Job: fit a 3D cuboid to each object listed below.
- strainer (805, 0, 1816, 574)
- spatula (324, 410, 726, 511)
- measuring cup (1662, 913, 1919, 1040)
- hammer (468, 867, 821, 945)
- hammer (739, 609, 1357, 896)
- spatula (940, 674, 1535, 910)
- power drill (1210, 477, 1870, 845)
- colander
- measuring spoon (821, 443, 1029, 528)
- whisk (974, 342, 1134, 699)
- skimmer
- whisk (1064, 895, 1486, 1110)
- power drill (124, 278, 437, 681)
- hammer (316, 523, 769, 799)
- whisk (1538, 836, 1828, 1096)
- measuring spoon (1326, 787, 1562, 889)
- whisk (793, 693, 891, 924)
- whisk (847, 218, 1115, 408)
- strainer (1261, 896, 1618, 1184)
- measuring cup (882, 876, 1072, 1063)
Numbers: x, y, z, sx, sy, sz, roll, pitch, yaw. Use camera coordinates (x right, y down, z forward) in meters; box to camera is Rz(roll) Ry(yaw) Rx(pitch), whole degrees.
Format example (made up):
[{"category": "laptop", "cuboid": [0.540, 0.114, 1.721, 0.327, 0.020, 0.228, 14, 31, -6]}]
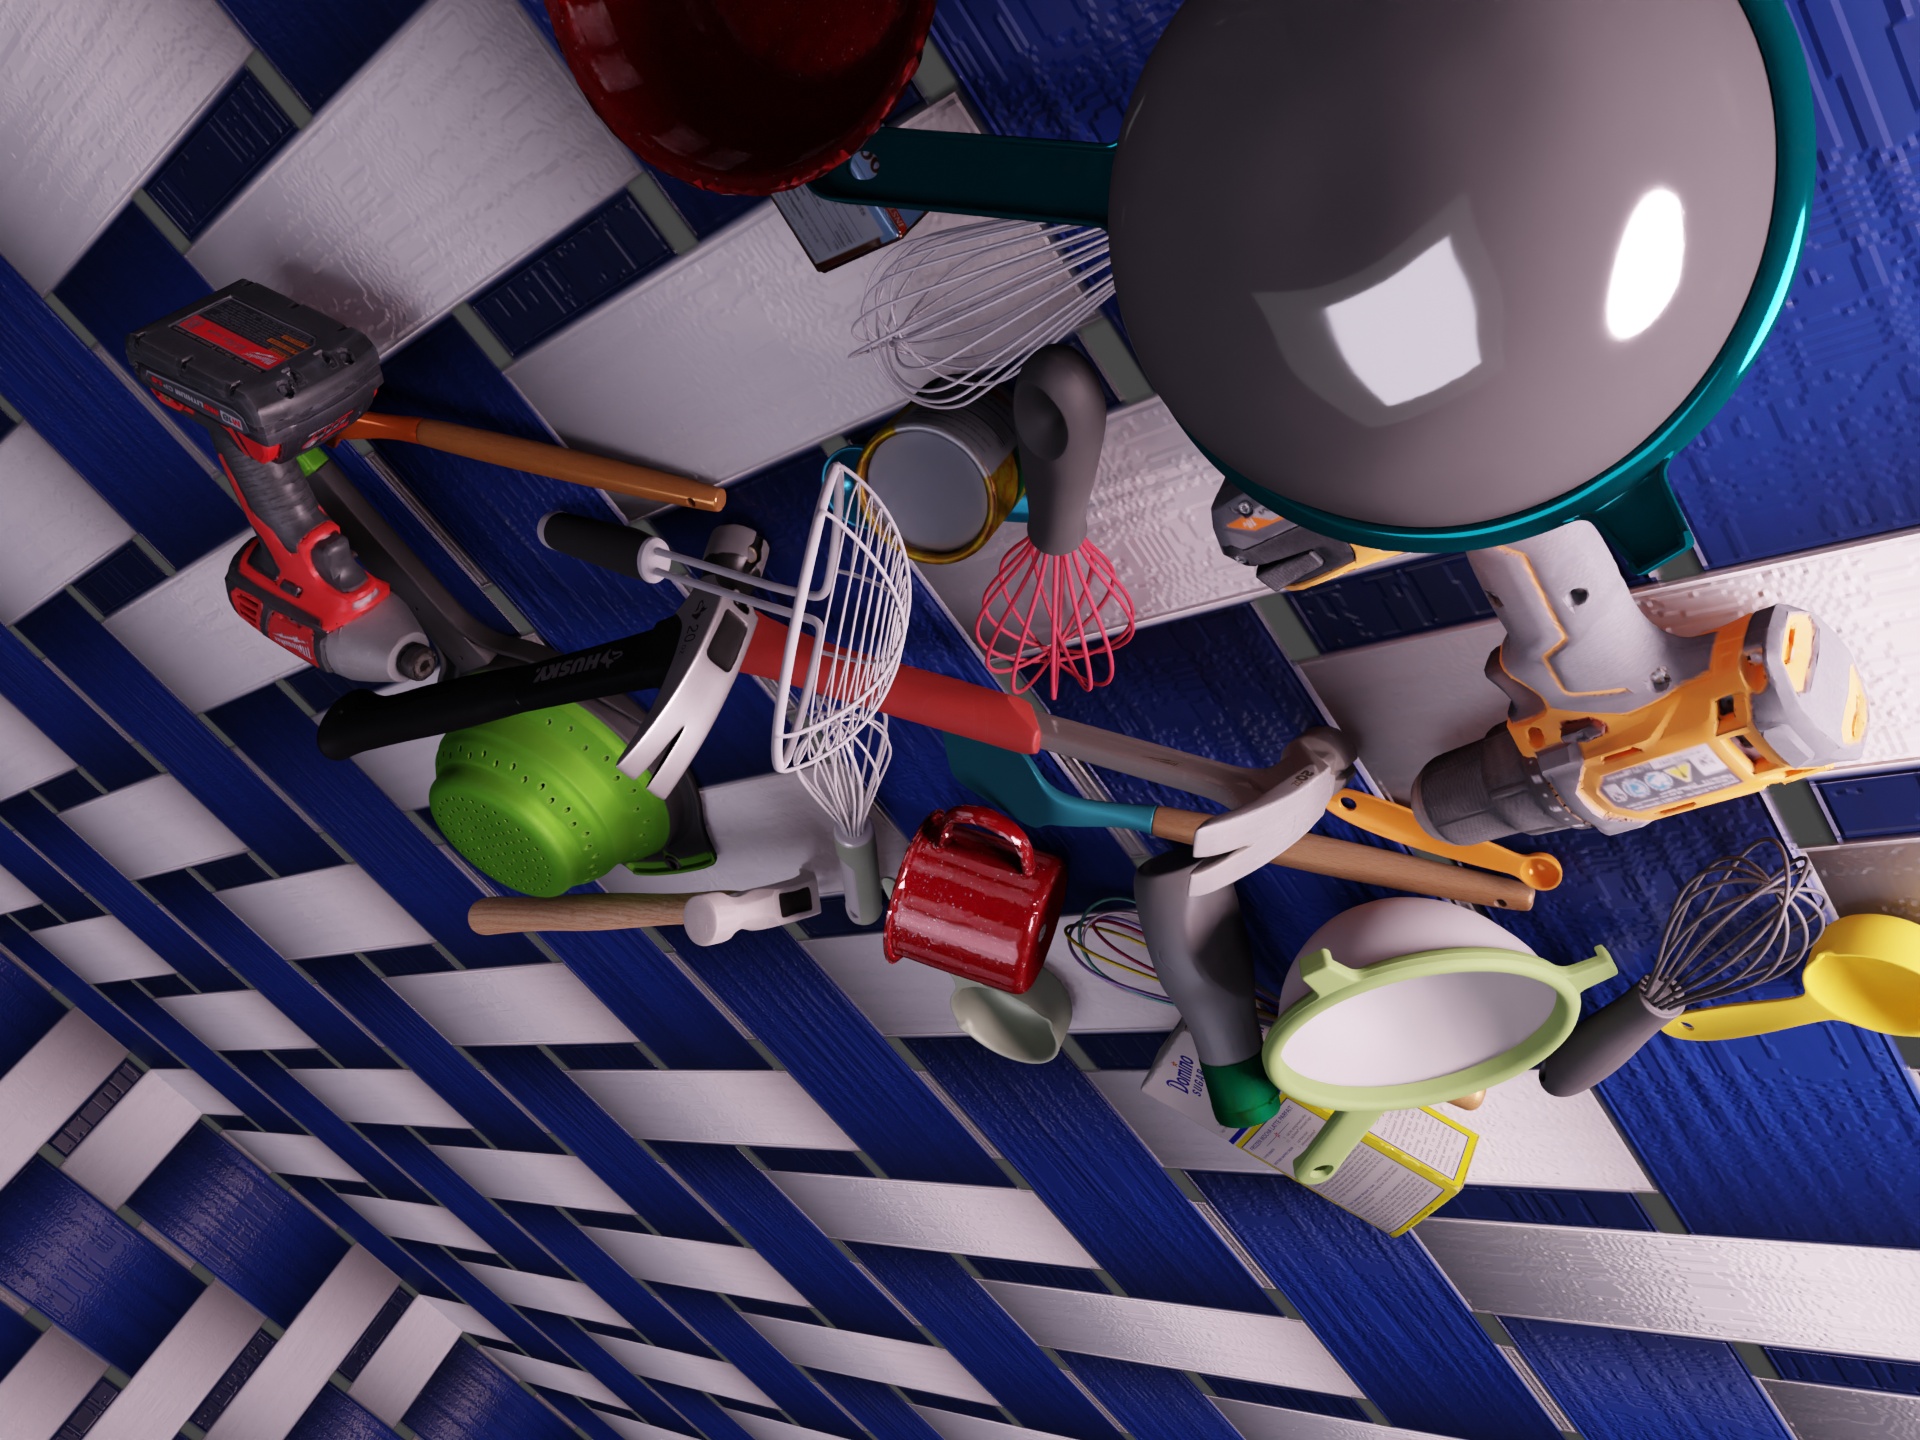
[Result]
[{"category": "strainer", "cuboid": [0.068, -0.164, 0.486, 0.340, 0.095, 0.211, 16, 110, 29]}, {"category": "spatula", "cuboid": [-0.269, -0.160, 0.873, 0.323, 0.041, 0.081, 15, 139, 17]}, {"category": "measuring cup", "cuboid": [0.372, 0.120, 0.711, 0.062, 0.029, 0.156, 36, 155, -4]}, {"category": "hammer", "cuboid": [-0.224, 0.128, 1.075, 0.331, 0.130, 0.031, -7, 89, 40]}, {"category": "hammer", "cuboid": [-0.001, -0.002, 0.770, 0.359, 0.149, 0.036, 16, 114, 32]}, {"category": "spatula", "cuboid": [0.127, 0.047, 0.808, 0.317, 0.044, 0.082, 12, 137, 20]}, {"category": "power drill", "cuboid": [0.200, -0.038, 0.614, 0.226, 0.084, 0.185, 40, 145, -16]}, {"category": "colander", "cuboid": [-0.326, -0.010, 1.022, 0.204, 0.094, 0.396, -12, 125, 44]}, {"category": "measuring spoon", "cuboid": [-0.002, -0.108, 0.739, 0.128, 0.021, 0.042, 8, 124, 18]}, {"category": "whisk", "cuboid": [0.038, -0.070, 0.637, 0.073, 0.073, 0.295, 26, 167, 10]}, {"category": "skimmer", "cuboid": [-0.140, -0.071, 0.746, 0.363, 0.090, 0.127, 20, 101, 49]}, {"category": "whisk", "cuboid": [0.173, 0.159, 0.891, 0.245, 0.051, 0.047, 21, 164, 10]}, {"category": "power drill", "cuboid": [-0.361, -0.116, 0.878, 0.143, 0.078, 0.219, 27, 139, 22]}, {"category": "hammer", "cuboid": [-0.252, -0.012, 0.888, 0.335, 0.146, 0.035, -10, 144, 34]}, {"category": "whisk", "cuboid": [0.321, 0.124, 0.733, 0.055, 0.055, 0.238, 26, 148, 10]}, {"category": "measuring spoon", "cuboid": [0.226, 0.052, 0.752, 0.117, 0.011, 0.021, 20, 132, 23]}, {"category": "whisk", "cuboid": [-0.064, 0.061, 0.935, 0.058, 0.059, 0.246, 50, 160, 26]}, {"category": "whisk", "cuboid": [0.069, -0.180, 0.574, 0.284, 0.070, 0.070, -14, 123, 39]}, {"category": "strainer", "cuboid": [0.211, 0.161, 0.819, 0.151, 0.069, 0.256, 0, 142, -8]}, {"category": "measuring cup", "cuboid": [0.009, 0.147, 0.997, 0.083, 0.038, 0.167, -15, 120, 46]}]
